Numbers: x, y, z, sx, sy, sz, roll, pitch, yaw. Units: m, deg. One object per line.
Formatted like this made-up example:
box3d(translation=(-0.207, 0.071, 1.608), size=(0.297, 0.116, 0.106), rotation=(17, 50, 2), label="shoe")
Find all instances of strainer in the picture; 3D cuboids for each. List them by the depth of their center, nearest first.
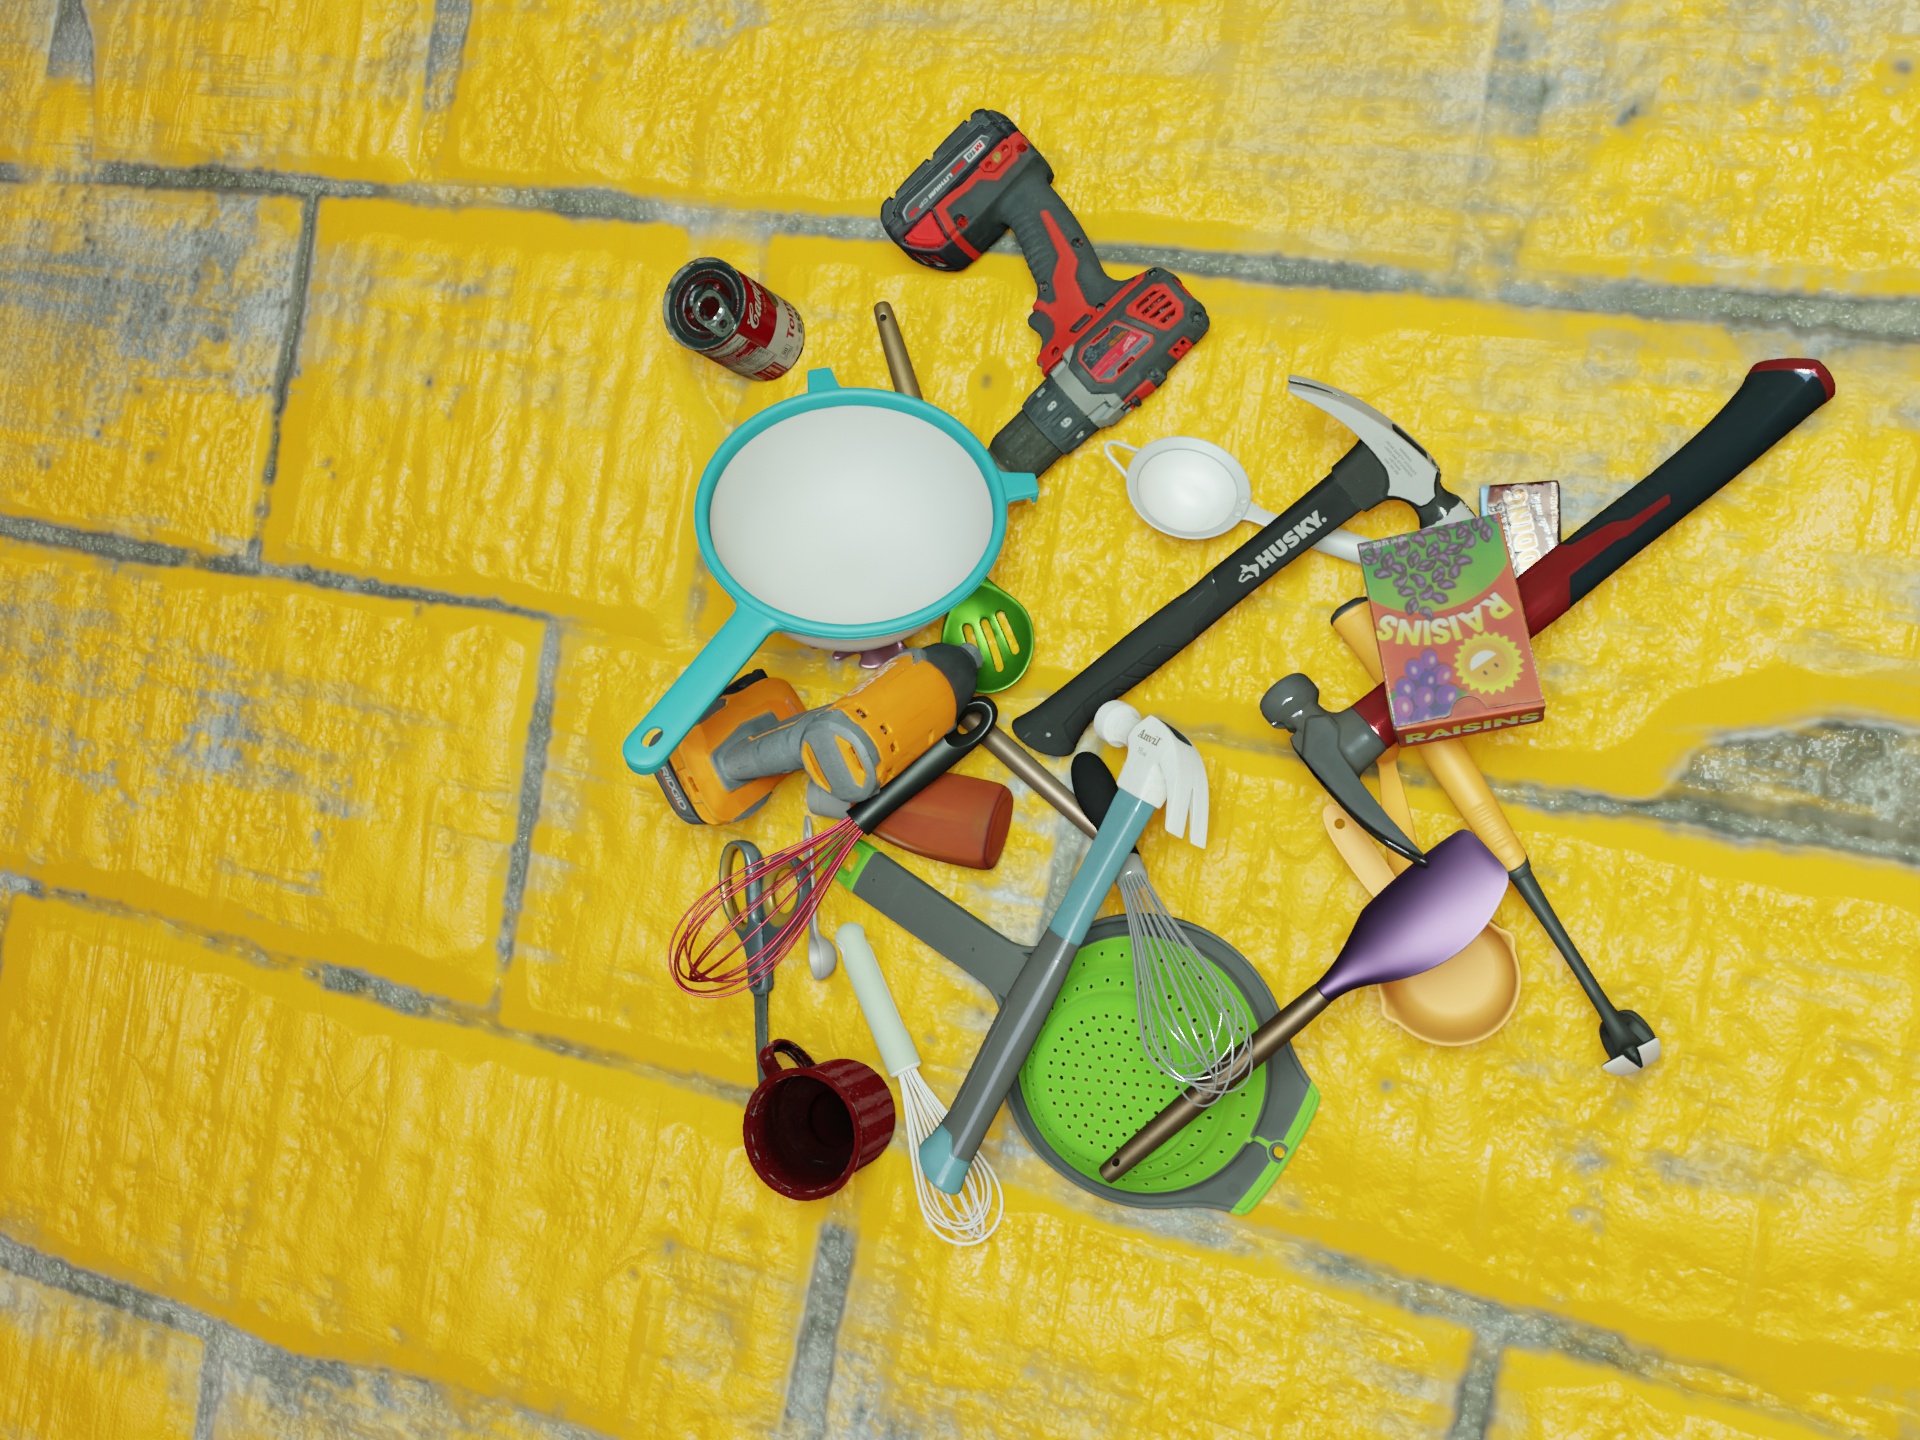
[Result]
box3d(translation=(0.216, -0.131, 1.074), size=(0.258, 0.050, 0.087), rotation=(21, 62, 14), label="strainer")
box3d(translation=(-0.109, -0.077, 1.080), size=(0.211, 0.095, 0.340), rotation=(30, 64, 15), label="strainer")

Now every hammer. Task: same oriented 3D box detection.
box3d(translation=(0.377, -0.077, 0.965), size=(0.386, 0.038, 0.143), rotation=(-38, 62, 3), label="hammer")
box3d(translation=(0.328, 0.064, 0.993), size=(0.034, 0.127, 0.337), rotation=(-33, 71, 15), label="hammer")
box3d(translation=(0.060, 0.150, 1.024), size=(0.331, 0.033, 0.128), rotation=(-63, 31, 2), label="hammer")
box3d(translation=(0.160, -0.083, 1.057), size=(0.334, 0.035, 0.146), rotation=(-39, 103, 27), label="hammer")

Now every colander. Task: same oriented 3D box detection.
box3d(translation=(0.048, 0.193, 1.093), size=(0.397, 0.094, 0.204), rotation=(32, 99, 18), label="colander")

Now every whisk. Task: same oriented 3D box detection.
box3d(translation=(0.119, 0.124, 1.035), size=(0.070, 0.070, 0.285), rotation=(-35, 44, 16), label="whisk")
box3d(translation=(-0.086, 0.086, 1.113), size=(0.296, 0.073, 0.073), rotation=(-42, 74, -3), label="whisk")
box3d(translation=(-0.036, 0.260, 1.153), size=(0.059, 0.057, 0.246), rotation=(-20, 75, -16), label="whisk")

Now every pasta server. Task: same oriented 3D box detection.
box3d(translation=(-0.002, -0.004, 1.151), size=(0.316, 0.040, 0.060), rotation=(41, 122, 16), label="pasta server")

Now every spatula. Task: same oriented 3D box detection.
box3d(translation=(0.205, 0.186, 0.978), size=(0.316, 0.018, 0.060), rotation=(-43, 57, 12), label="spatula")

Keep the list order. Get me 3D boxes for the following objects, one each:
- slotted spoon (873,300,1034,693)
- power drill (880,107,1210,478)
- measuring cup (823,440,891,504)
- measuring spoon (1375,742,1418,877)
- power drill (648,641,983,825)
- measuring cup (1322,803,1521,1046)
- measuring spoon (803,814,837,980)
box3d(translation=(-0.014, -0.167, 1.169), size=(0.070, 0.031, 0.314), rotation=(-20, 79, 13), label="slotted spoon")
box3d(translation=(0.041, -0.294, 1.129), size=(0.188, 0.080, 0.227), rotation=(-42, 78, 14), label="power drill")
box3d(translation=(-0.101, -0.156, 1.193), size=(0.083, 0.038, 0.167), rotation=(25, 94, 20), label="measuring cup")
box3d(translation=(0.289, 0.067, 1.053), size=(0.021, 0.011, 0.117), rotation=(-10, 84, 20), label="measuring spoon")
box3d(translation=(-0.094, 0.002, 1.113), size=(0.226, 0.164, 0.084), rotation=(-10, 111, 43), label="power drill")
box3d(translation=(0.291, 0.127, 1.030), size=(0.095, 0.052, 0.174), rotation=(-37, 74, 15), label="measuring cup")
box3d(translation=(-0.105, 0.132, 1.195), size=(0.018, 0.034, 0.124), rotation=(-2, 80, -21), label="measuring spoon")
